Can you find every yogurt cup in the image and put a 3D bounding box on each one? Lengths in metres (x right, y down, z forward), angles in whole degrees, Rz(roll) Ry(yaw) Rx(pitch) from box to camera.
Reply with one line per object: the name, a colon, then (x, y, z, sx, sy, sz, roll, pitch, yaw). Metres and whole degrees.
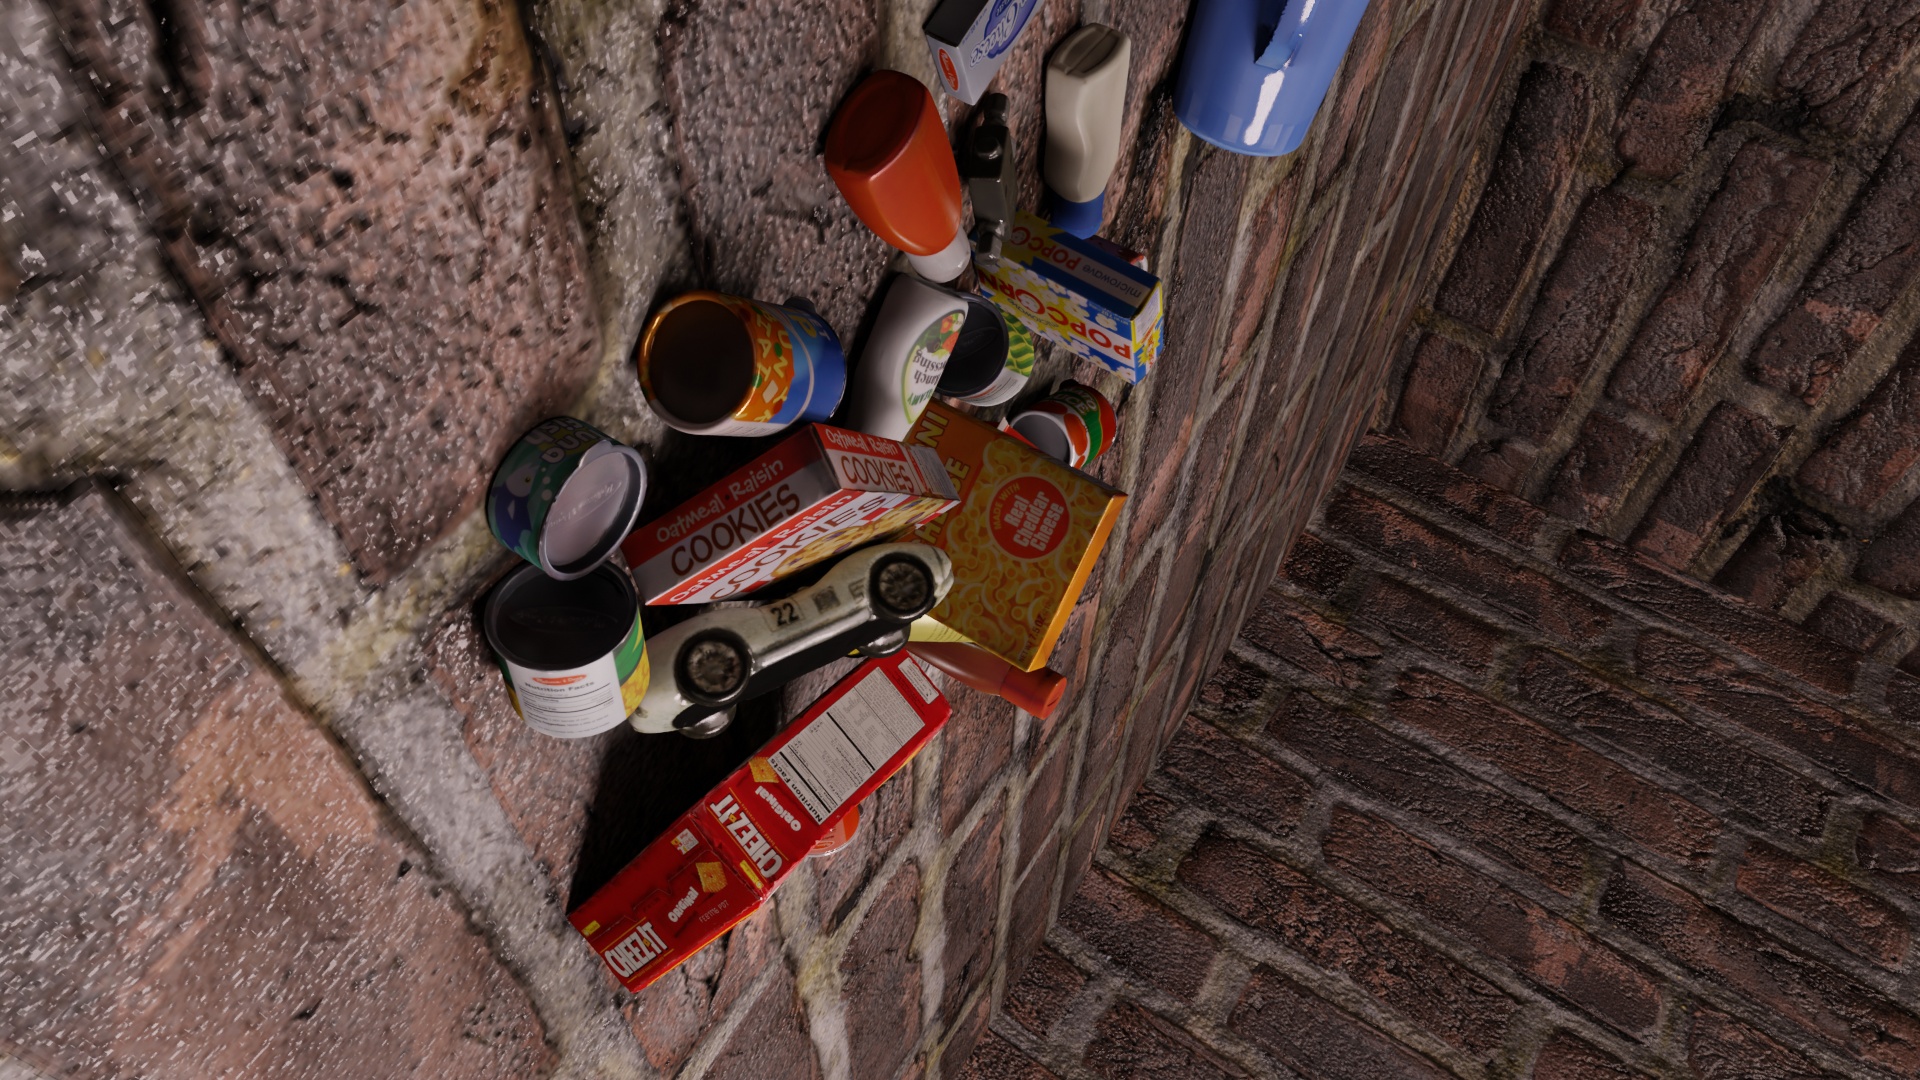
yogurt cup: (-0.109, 0.193, 1.038, 0.073, 0.072, 0.053, -43, 146, -44)

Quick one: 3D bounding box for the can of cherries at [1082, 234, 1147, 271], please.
can of cherries: (0.099, -0.193, 1.046, 0.072, 0.058, 0.071, -52, 159, -29)

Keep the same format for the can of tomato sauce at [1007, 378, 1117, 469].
can of tomato sauce: (0.081, -0.088, 1.137, 0.083, 0.071, 0.070, -34, 147, -54)

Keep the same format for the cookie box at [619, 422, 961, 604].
cookie box: (-0.086, -0.011, 0.749, 0.123, 0.040, 0.167, -30, 169, 17)

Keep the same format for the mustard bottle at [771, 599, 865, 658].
mustard bottle: (-0.077, 0.051, 0.919, 0.049, 0.065, 0.160, -57, 167, -5)

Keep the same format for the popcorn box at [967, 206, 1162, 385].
popcorn box: (0.070, -0.161, 0.906, 0.038, 0.127, 0.085, -54, 160, -12)

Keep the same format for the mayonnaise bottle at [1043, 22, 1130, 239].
mayonnaise bottle: (0.081, -0.265, 0.924, 0.065, 0.041, 0.147, -50, 160, -27)

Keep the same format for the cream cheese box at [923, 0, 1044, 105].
cream cheese box: (0.020, -0.292, 0.748, 0.104, 0.024, 0.053, -58, 163, -10)

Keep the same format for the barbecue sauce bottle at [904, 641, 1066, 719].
barbecue sauce bottle: (0.008, 0.084, 1.055, 0.065, 0.149, 0.043, -21, 136, -63)

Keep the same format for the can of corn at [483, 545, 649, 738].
can of corn: (-0.179, 0.047, 0.639, 0.071, 0.071, 0.058, -49, 158, -34)

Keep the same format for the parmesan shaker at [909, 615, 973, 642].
parmesan shaker: (-0.007, 0.038, 1.003, 0.103, 0.071, 0.071, 4, 121, -26)

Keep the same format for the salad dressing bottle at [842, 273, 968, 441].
salad dressing bottle: (-0.044, -0.085, 0.840, 0.064, 0.044, 0.147, -9, 125, -66)

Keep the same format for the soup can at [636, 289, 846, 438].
soup can: (-0.101, -0.084, 0.656, 0.071, 0.071, 0.084, -66, 161, 12)

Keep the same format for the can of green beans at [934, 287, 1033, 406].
can of green beans: (0.009, -0.122, 0.893, 0.071, 0.071, 0.058, -64, 162, 8)

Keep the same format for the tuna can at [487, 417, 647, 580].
tuna can: (-0.172, -0.021, 0.609, 0.071, 0.033, 0.070, -52, 159, -28)

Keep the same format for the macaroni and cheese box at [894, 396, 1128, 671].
macaroni and cheese box: (0.003, -0.011, 0.877, 0.123, 0.166, 0.040, -65, 162, 9)

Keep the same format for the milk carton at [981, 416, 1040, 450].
milk carton: (0.030, -0.028, 1.071, 0.072, 0.073, 0.190, -58, 161, -13)

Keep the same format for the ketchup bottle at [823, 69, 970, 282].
ketchup bottle: (-0.026, -0.185, 0.745, 0.065, 0.043, 0.148, -59, 162, -7)
